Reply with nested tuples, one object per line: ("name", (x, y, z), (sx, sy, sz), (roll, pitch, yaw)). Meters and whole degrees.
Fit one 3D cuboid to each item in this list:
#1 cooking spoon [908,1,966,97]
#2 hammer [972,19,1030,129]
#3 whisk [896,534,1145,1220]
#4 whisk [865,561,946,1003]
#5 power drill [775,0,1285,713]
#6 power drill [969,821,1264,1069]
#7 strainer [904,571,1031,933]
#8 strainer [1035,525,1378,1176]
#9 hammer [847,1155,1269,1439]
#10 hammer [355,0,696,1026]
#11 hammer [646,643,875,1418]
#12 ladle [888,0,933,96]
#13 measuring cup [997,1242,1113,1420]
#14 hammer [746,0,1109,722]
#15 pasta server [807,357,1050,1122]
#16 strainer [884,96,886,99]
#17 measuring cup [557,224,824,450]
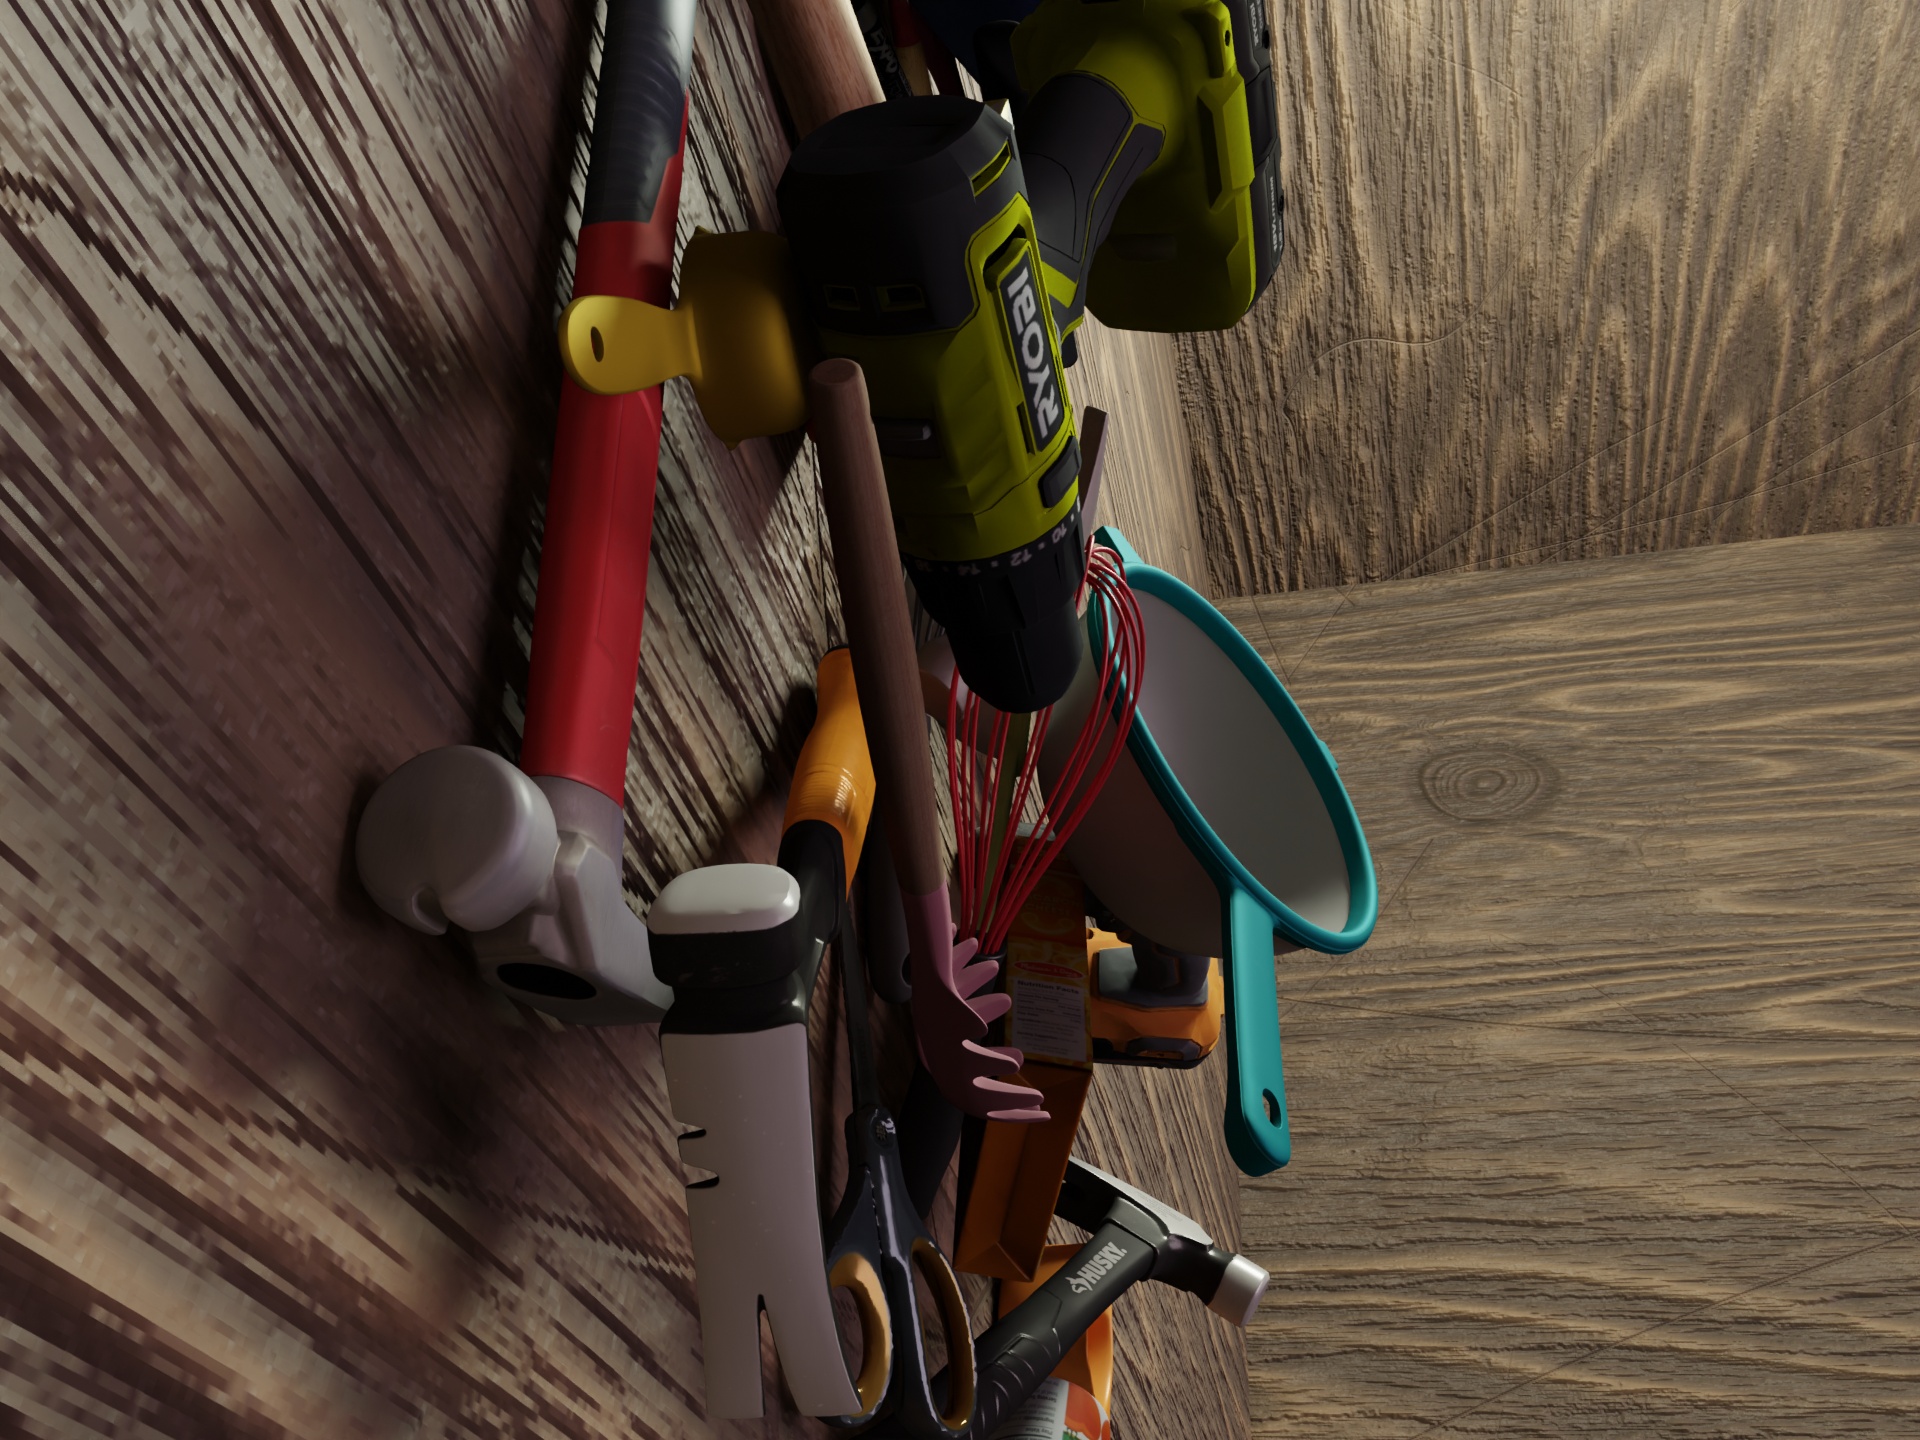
("cooking spoon", (0.007, -0.311, 0.895), (0.069, 0.017, 0.319), (-129, -157, -78))
("hammer", (0.041, -0.157, 0.842), (0.149, 0.036, 0.408), (-120, -164, -46))
("whisk", (0.011, 0.070, 0.617), (0.073, 0.073, 0.295), (-55, 160, -71))
("whisk", (-0.025, 0.000, 0.678), (0.055, 0.055, 0.239), (36, 54, -73))
("power drill", (0.035, -0.133, 0.518), (0.229, 0.080, 0.190), (-58, 144, -39))
("power drill", (0.087, 0.124, 0.921), (0.226, 0.185, 0.084), (100, -6, -57))
("strainer", (-0.001, -0.002, 0.745), (0.151, 0.069, 0.256), (91, 8, -67))
("strainer", (0.095, 0.073, 0.712), (0.210, 0.095, 0.341), (42, 30, -23))
("hammer", (0.033, 0.268, 0.710), (0.334, 0.146, 0.035), (2, 113, -66))
("hammer", (-0.089, -0.111, 0.448), (0.143, 0.038, 0.387), (62, 26, -63))
("hammer", (-0.041, 0.047, 0.479), (0.337, 0.034, 0.127), (-89, 175, -72))
("ladle", (-0.025, -0.345, 0.872), (0.069, 0.031, 0.315), (-80, 162, -46))
("measuring cup", (0.052, 0.368, 0.849), (0.095, 0.052, 0.174), (16, 71, -77))
("hammer", (-0.018, -0.153, 0.549), (0.130, 0.031, 0.331), (-51, 140, -26))
("pasta server", (-0.007, 0.028, 0.482), (0.060, 0.040, 0.315), (-110, -171, -45))
("strainer", (-0.038, -0.278, 0.744), (0.087, 0.050, 0.258), (66, 4, 37))
("measuring cup", (-0.061, -0.095, 0.395), (0.156, 0.029, 0.062), (-67, 151, -74))
